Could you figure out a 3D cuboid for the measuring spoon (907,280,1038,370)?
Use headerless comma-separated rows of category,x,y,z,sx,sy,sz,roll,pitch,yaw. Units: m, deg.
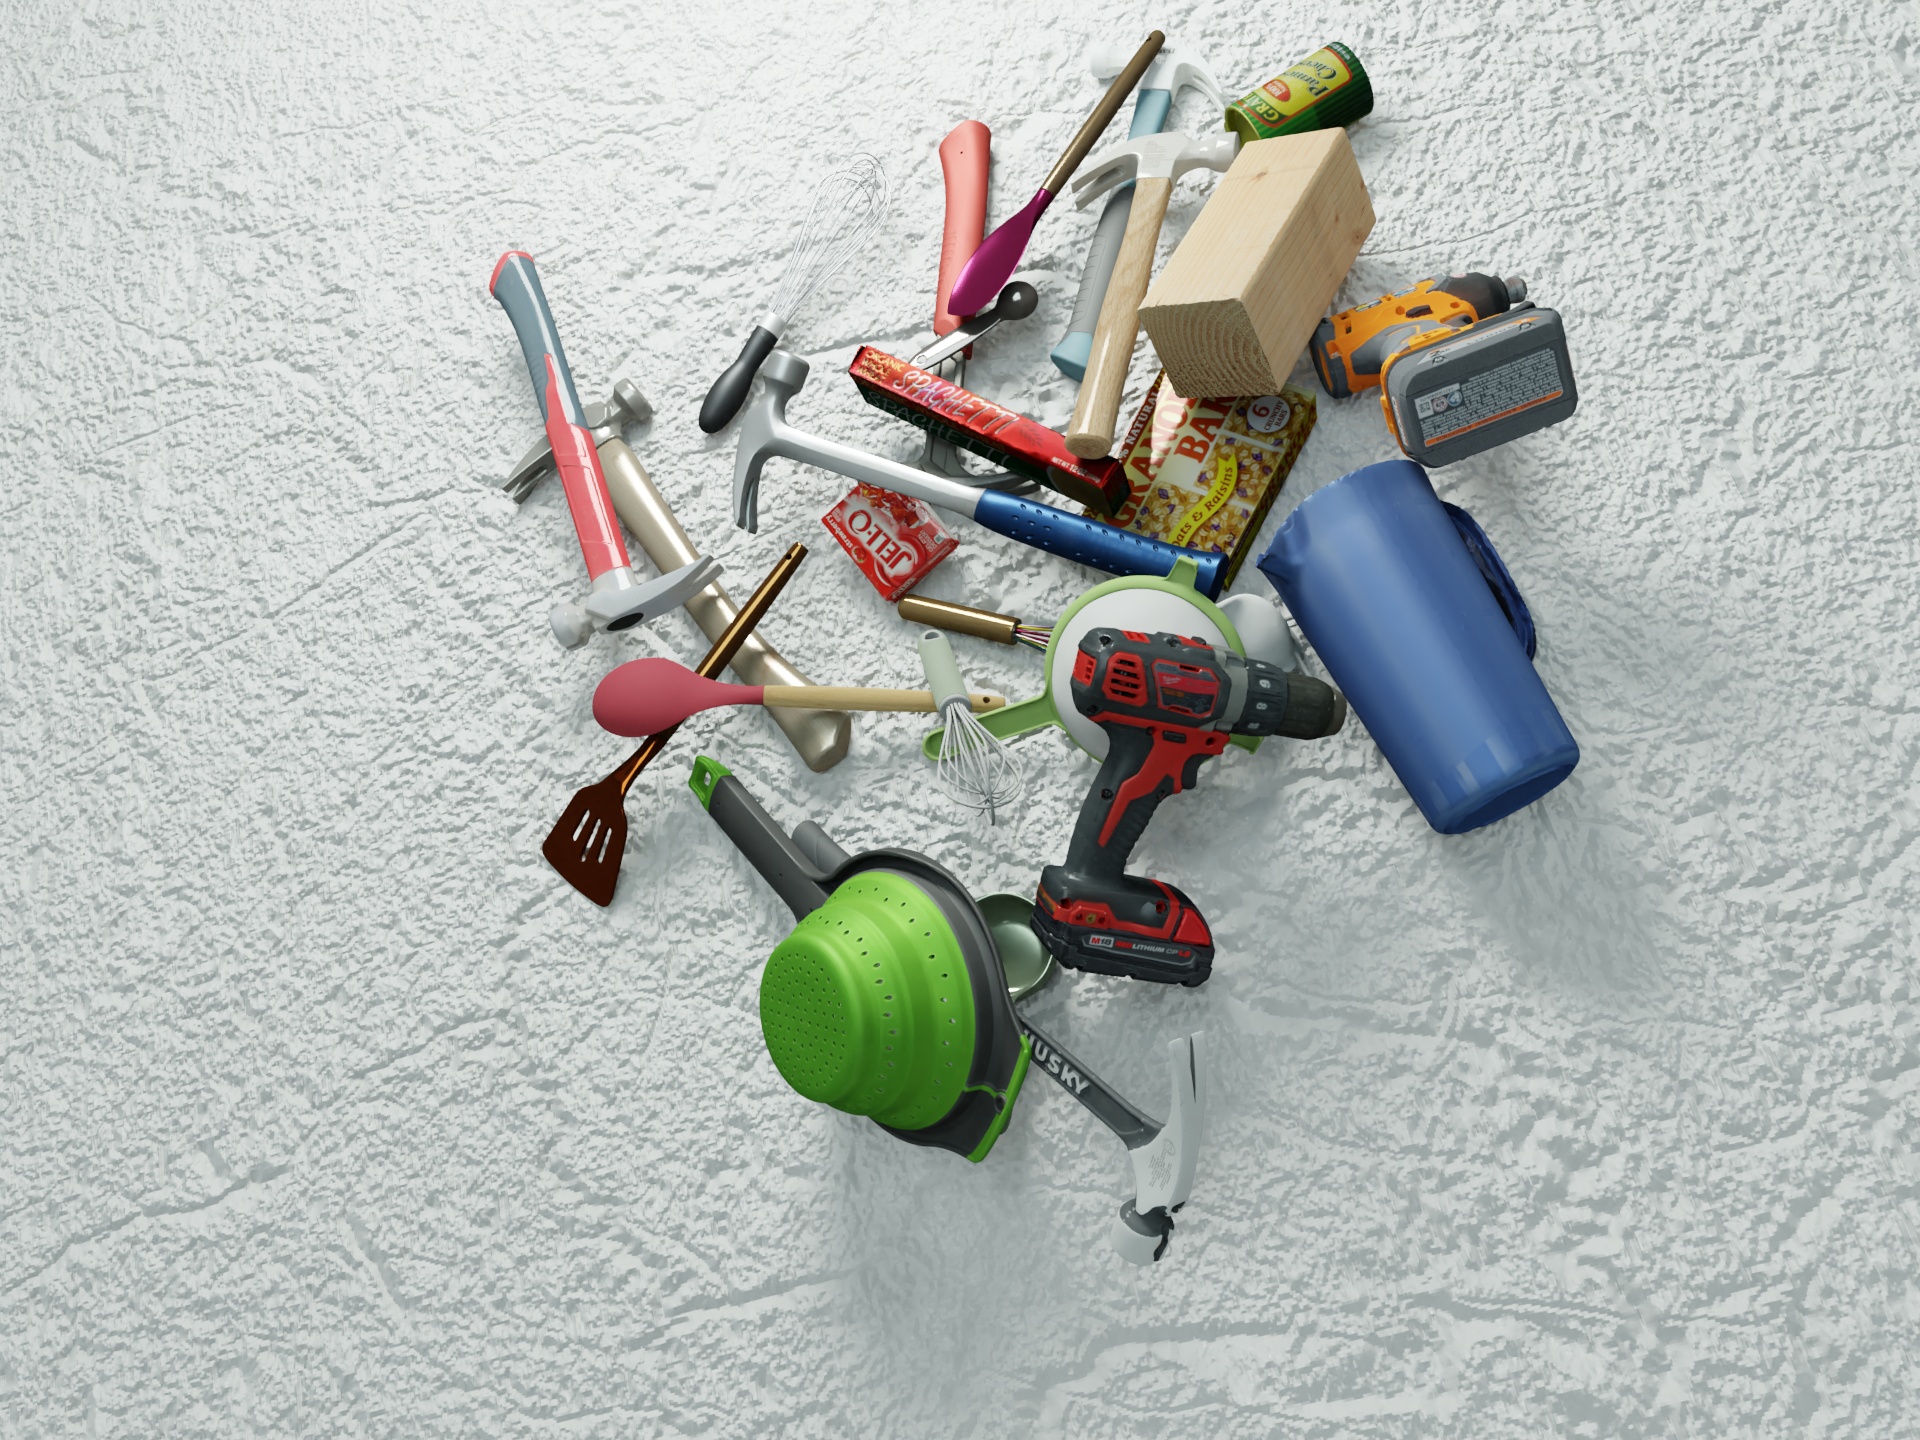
measuring spoon,0.007,-0.321,1.297,0.124,0.018,0.034,-32,66,2

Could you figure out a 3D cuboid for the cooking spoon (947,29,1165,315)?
cooking spoon,0.085,-0.457,1.327,0.069,0.017,0.319,18,71,50

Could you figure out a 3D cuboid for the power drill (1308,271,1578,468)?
power drill,0.355,-0.266,1.140,0.164,0.084,0.227,-21,25,6

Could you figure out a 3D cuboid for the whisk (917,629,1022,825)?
whisk,-0.002,-0.004,1.144,0.058,0.059,0.247,-11,31,-5

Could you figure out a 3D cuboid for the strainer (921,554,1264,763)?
strainer,0.078,-0.008,1.143,0.256,0.069,0.151,-18,101,23

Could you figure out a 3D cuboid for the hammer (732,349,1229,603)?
hammer,0.004,-0.160,1.204,0.406,0.035,0.144,21,92,20

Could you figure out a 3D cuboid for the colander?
colander,-0.116,0.147,1.108,0.397,0.094,0.204,42,123,37

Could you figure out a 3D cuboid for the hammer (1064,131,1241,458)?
hammer,0.128,-0.338,1.237,0.130,0.031,0.331,4,59,21

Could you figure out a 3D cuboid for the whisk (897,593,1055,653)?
whisk,0.063,-0.066,1.211,0.245,0.047,0.051,15,75,23

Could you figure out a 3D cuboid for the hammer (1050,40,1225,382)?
hammer,0.136,-0.432,1.338,0.128,0.033,0.331,11,73,19

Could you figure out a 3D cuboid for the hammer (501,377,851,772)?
hammer,-0.227,-0.108,1.306,0.146,0.038,0.411,-39,65,-1

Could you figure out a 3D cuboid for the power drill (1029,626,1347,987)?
power drill,0.150,0.057,1.065,0.187,0.080,0.226,10,99,-13

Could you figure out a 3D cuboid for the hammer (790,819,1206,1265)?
hammer,0.008,0.177,1.069,0.409,0.036,0.149,35,119,40

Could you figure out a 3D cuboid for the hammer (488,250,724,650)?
hammer,-0.317,-0.250,1.341,0.143,0.038,0.387,-24,67,6

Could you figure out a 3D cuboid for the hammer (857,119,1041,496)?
hammer,0.005,-0.349,1.338,0.149,0.036,0.359,0,70,15

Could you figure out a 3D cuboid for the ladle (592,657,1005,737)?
ladle,-0.123,-0.016,1.208,0.315,0.031,0.069,2,62,-2

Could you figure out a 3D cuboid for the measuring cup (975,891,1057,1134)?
measuring cup,0.031,0.206,1.118,0.083,0.038,0.168,-3,72,14

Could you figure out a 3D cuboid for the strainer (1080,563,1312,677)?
strainer,0.158,-0.096,1.192,0.259,0.050,0.087,30,44,30

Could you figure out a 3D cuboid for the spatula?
spatula,-0.217,-0.005,1.244,0.081,0.041,0.322,35,86,23

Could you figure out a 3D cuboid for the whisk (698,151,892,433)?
whisk,-0.146,-0.369,1.375,0.070,0.070,0.284,30,84,23
